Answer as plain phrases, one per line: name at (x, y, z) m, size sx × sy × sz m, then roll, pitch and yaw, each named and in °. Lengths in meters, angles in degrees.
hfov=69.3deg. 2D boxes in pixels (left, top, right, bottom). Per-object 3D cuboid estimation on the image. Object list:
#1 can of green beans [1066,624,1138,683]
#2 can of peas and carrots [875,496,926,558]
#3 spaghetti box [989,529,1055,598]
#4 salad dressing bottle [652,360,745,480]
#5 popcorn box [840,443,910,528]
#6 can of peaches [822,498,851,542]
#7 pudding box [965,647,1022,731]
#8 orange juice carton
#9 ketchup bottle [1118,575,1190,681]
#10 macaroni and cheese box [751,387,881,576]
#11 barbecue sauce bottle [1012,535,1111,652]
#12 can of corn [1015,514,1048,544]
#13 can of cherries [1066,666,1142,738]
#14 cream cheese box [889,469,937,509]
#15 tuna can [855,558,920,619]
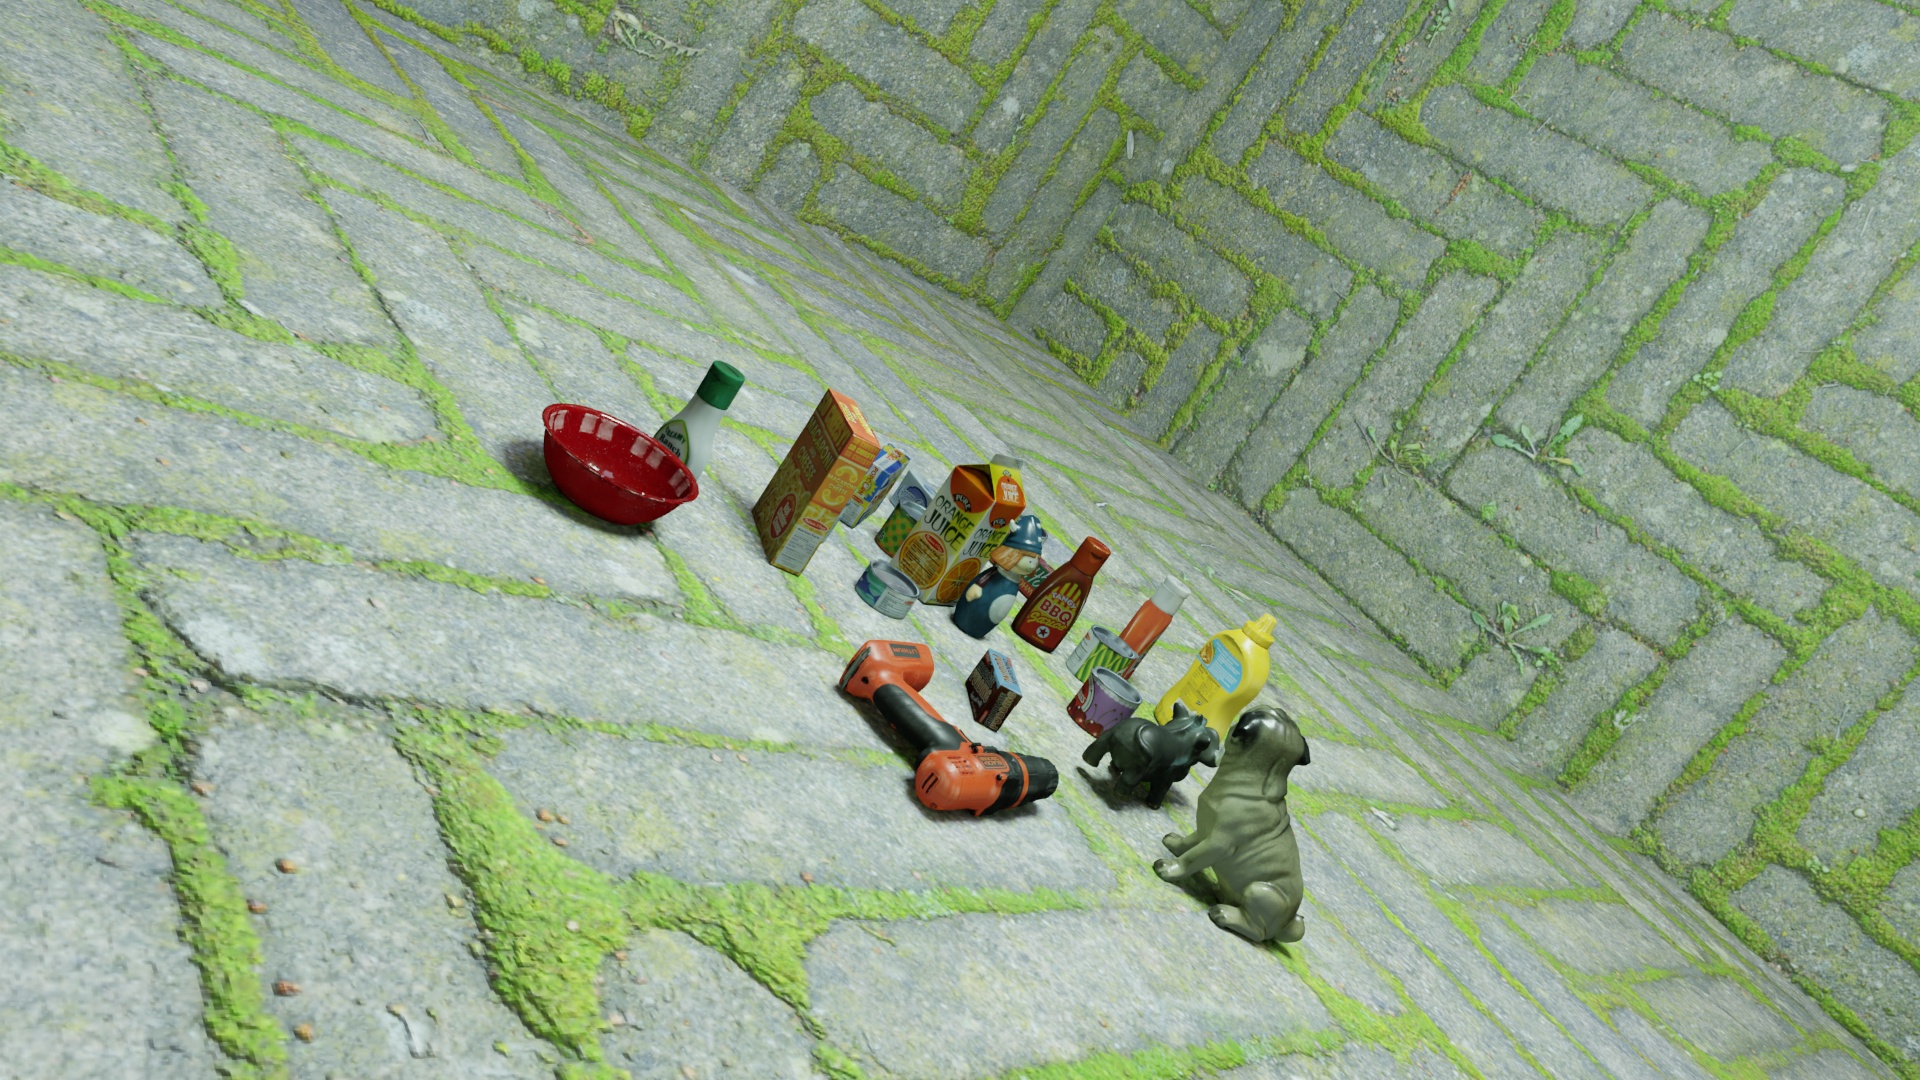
can of green beans at (0.172, 0.146, 1.711) m, size 0.071 × 0.057 × 0.071 m, roll 32°, pitch 15°, yaw -10°
can of peas and carrots at (-0.064, -0.010, 1.692) m, size 0.071 × 0.058 × 0.071 m, roll 32°, pitch 15°, yaw -10°
spaghetti box at (0.074, 0.025, 1.886) m, size 0.251 × 0.050 × 0.029 m, roll 45°, pitch 18°, yaw 33°
salad dressing bottle at (-0.271, -0.113, 1.410) m, size 0.064 × 0.147 × 0.044 m, roll 42°, pitch 16°, yaw 25°
popcorn box at (-0.111, -0.069, 1.724) m, size 0.038 × 0.085 × 0.127 m, roll 35°, pitch 15°, yaw 1°
can of peaches at (-0.168, -0.039, 1.568) m, size 0.071 × 0.058 × 0.071 m, roll 32°, pitch 15°, yaw -10°
pudding box at (0.034, 0.152, 1.424) m, size 0.030 × 0.049 × 0.084 m, roll 30°, pitch 16°, yaw -18°
orange juice carton at (0.006, -0.020, 1.615) m, size 0.073 × 0.192 × 0.072 m, roll 43°, pitch 17°, yaw 28°
ketchup bottle at (0.234, 0.113, 1.767) m, size 0.043 × 0.148 × 0.065 m, roll 37°, pitch 15°, yaw 10°
macaroni and cheese box at (-0.154, -0.063, 1.465) m, size 0.040 × 0.166 × 0.124 m, roll 26°, pitch 17°, yaw -29°
barbecue sauce bottle at (0.128, 0.063, 1.698) m, size 0.065 × 0.148 × 0.044 m, roll 31°, pitch 15°, yaw -12°
can of corn at (0.079, -0.002, 1.962) m, size 0.071 × 0.058 × 0.071 m, roll 32°, pitch 15°, yaw -10°
can of cherries at (0.161, 0.184, 1.573) m, size 0.071 × 0.058 × 0.072 m, roll 32°, pitch 15°, yaw -10°
cream cheese box at (-0.053, -0.045, 1.831) m, size 0.024 × 0.053 × 0.104 m, roll 22°, pitch 20°, yaw -39°
tuna can at (-0.081, 0.052, 1.519) m, size 0.071 × 0.032 × 0.071 m, roll 32°, pitch 16°, yaw -10°
